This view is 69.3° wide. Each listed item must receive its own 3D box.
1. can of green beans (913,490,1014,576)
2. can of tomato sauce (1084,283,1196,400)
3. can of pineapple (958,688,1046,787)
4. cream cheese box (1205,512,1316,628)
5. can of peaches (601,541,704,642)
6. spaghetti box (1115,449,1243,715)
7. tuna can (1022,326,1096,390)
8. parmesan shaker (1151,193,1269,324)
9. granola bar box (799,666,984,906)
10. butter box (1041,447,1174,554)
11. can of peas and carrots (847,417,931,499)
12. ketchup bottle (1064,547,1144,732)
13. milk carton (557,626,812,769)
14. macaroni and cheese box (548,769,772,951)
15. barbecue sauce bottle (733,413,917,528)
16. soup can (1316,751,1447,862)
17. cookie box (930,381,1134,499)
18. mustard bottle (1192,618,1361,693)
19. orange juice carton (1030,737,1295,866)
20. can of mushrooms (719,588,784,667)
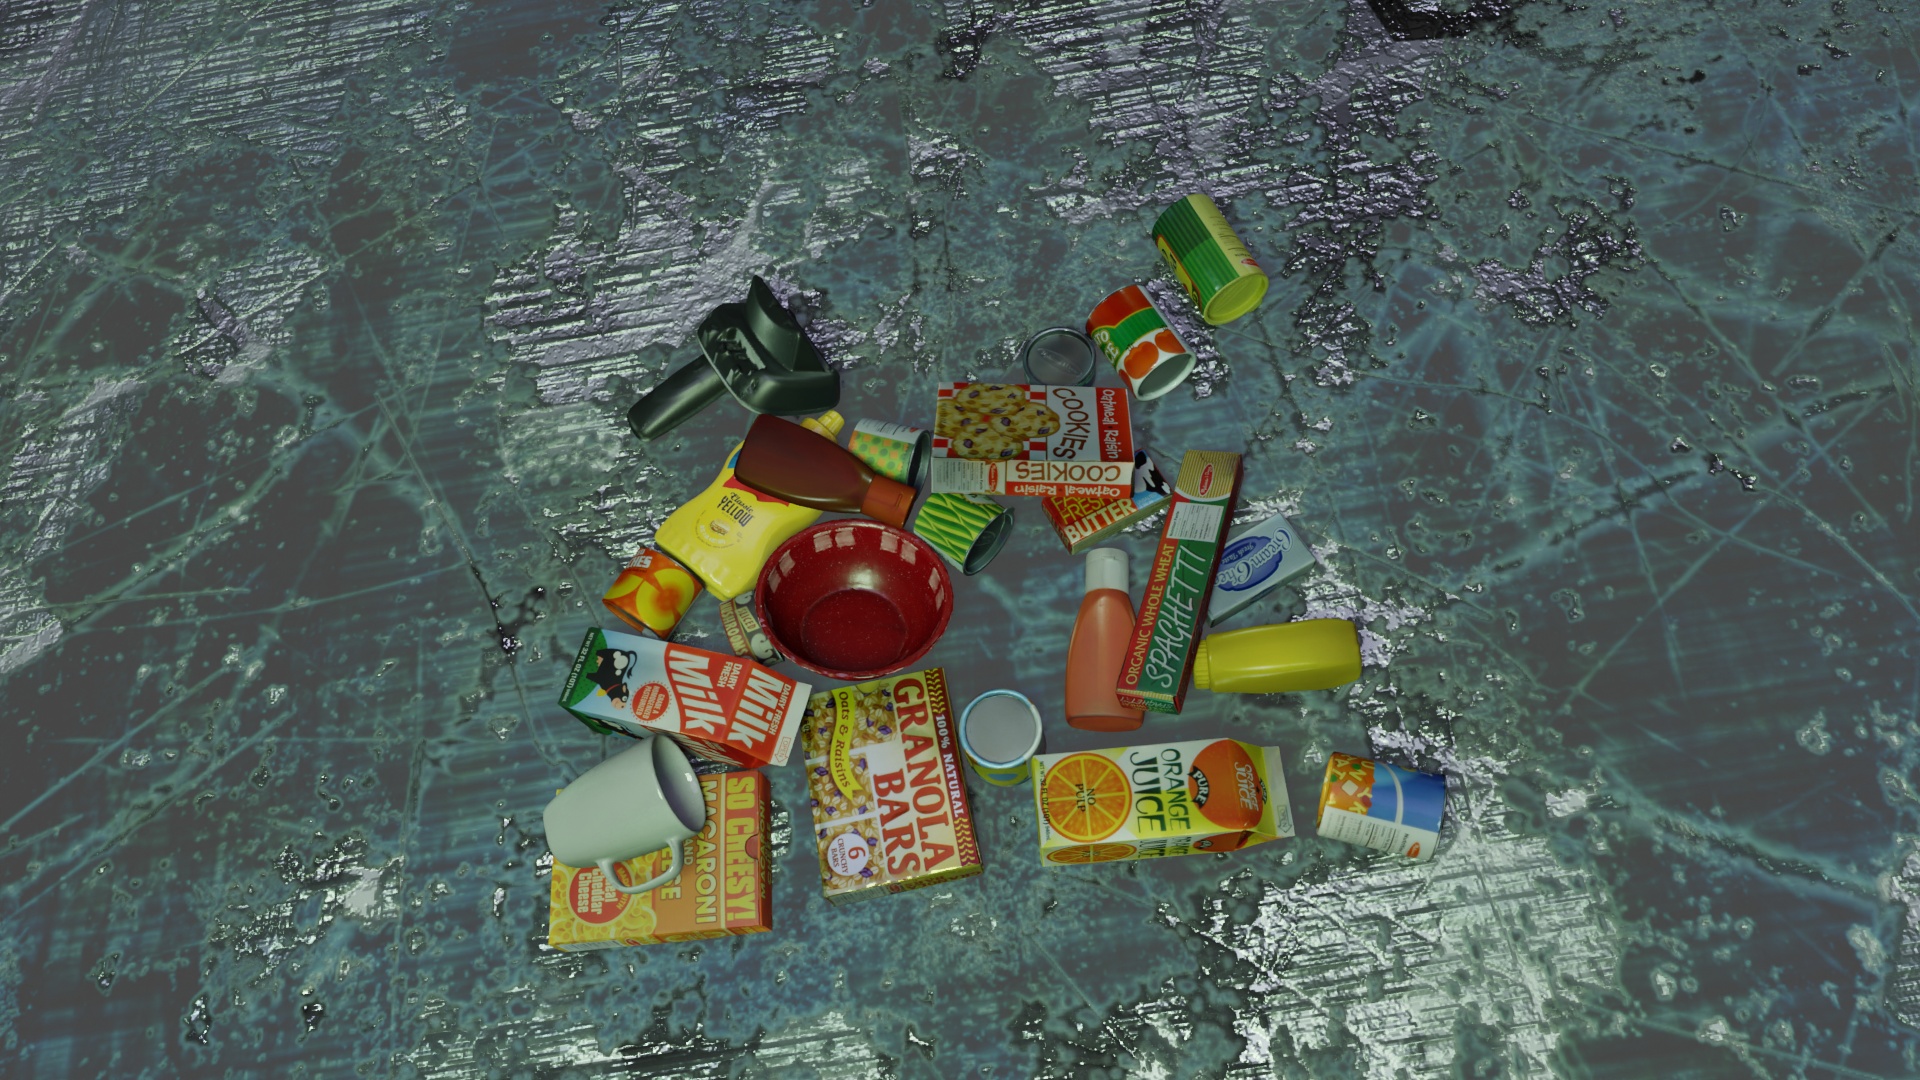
[{"bbox_3d":[0.003,-0.013,1.179,0.058,0.071,0.071,37,74,20],"label":"can of green beans"},{"bbox_3d":[0.159,-0.175,1.238,0.071,0.071,0.083,-29,66,-7],"label":"can of tomato sauce"},{"bbox_3d":[0.032,0.156,1.101,0.071,0.057,0.071,-2,65,5],"label":"can of pineapple"},{"bbox_3d":[0.238,0.024,1.160,0.104,0.024,0.053,-29,66,-8],"label":"cream cheese box"},{"bbox_3d":[-0.262,0.045,1.178,0.071,0.071,0.058,27,72,17],"label":"can of peaches"},{"bbox_3d":[0.181,0.029,1.129,0.050,0.028,0.251,6,54,23],"label":"spaghetti box"},{"bbox_3d":[0.088,-0.155,1.254,0.071,0.032,0.071,-2,65,5],"label":"tuna can"},{"bbox_3d":[0.228,-0.257,1.271,0.071,0.071,0.103,-25,64,-6],"label":"parmesan shaker"},{"bbox_3d":[-0.057,0.193,1.104,0.124,0.039,0.166,-12,64,0],"label":"granola bar box"},{"bbox_3d":[0.127,-0.034,1.198,0.103,0.024,0.053,-27,66,-7],"label":"butter box"},{"bbox_3d":[-0.063,-0.068,1.212,0.059,0.070,0.071,13,68,12],"label":"can of peas and carrots"},{"bbox_3d":[0.119,0.080,1.136,0.065,0.043,0.149,2,65,5],"label":"ketchup bottle"},{"bbox_3d":[-0.216,0.131,1.121,0.190,0.073,0.072,9,66,17],"label":"milk carton"},{"bbox_3d":[-0.235,0.252,1.095,0.166,0.040,0.124,-6,65,3],"label":"macaroni and cheese box"},{"bbox_3d":[-0.111,-0.053,1.167,0.148,0.043,0.065,21,78,3],"label":"barbecue sauce bottle"},{"bbox_3d":[0.317,0.198,1.049,0.084,0.071,0.071,12,67,12],"label":"soup can"},{"bbox_3d":[0.062,-0.086,1.184,0.167,0.040,0.123,2,36,1],"label":"cookie box"},{"bbox_3d":[0.235,0.094,1.107,0.160,0.065,0.049,-5,63,9],"label":"mustard bottle"},{"bbox_3d":[0.153,0.199,1.061,0.193,0.072,0.072,-6,65,3],"label":"orange juice carton"},{"bbox_3d":[-0.174,0.075,1.154,0.033,0.070,0.071,-22,65,-2],"label":"can of mushrooms"}]
